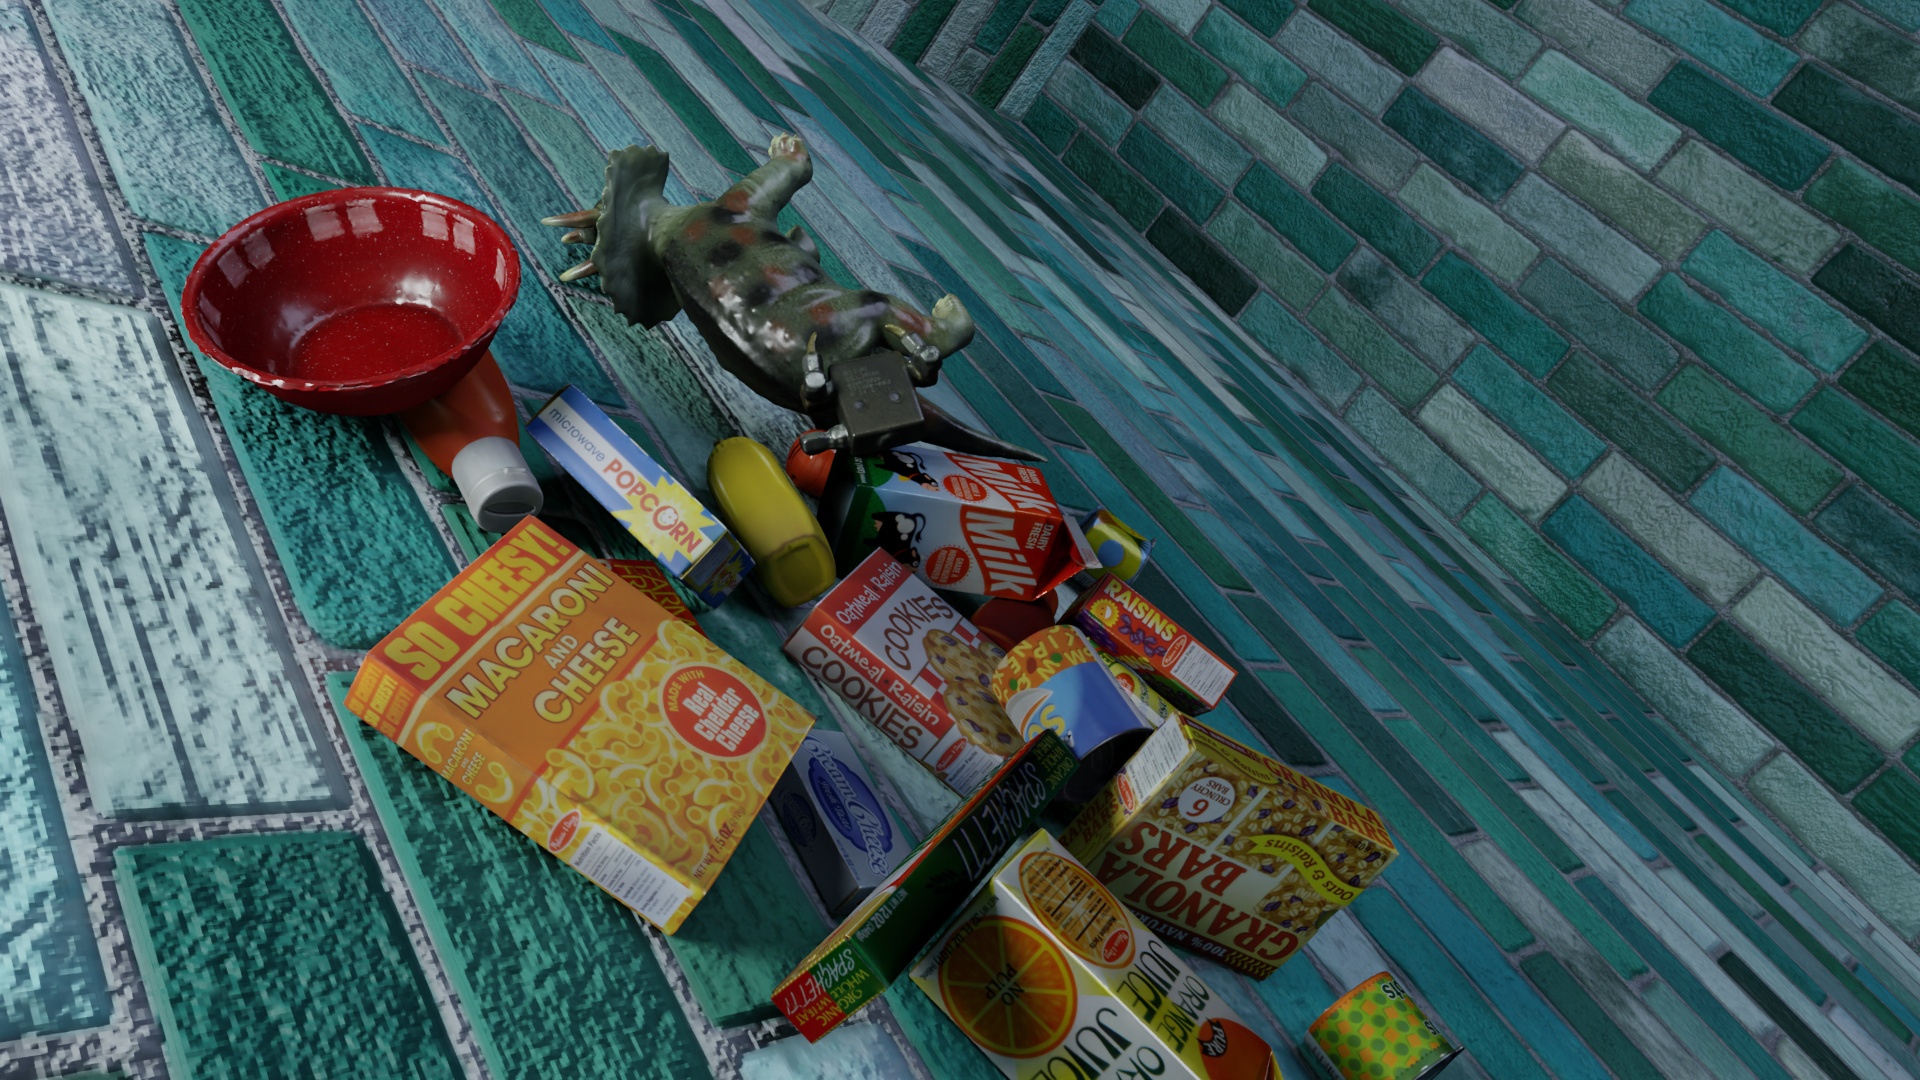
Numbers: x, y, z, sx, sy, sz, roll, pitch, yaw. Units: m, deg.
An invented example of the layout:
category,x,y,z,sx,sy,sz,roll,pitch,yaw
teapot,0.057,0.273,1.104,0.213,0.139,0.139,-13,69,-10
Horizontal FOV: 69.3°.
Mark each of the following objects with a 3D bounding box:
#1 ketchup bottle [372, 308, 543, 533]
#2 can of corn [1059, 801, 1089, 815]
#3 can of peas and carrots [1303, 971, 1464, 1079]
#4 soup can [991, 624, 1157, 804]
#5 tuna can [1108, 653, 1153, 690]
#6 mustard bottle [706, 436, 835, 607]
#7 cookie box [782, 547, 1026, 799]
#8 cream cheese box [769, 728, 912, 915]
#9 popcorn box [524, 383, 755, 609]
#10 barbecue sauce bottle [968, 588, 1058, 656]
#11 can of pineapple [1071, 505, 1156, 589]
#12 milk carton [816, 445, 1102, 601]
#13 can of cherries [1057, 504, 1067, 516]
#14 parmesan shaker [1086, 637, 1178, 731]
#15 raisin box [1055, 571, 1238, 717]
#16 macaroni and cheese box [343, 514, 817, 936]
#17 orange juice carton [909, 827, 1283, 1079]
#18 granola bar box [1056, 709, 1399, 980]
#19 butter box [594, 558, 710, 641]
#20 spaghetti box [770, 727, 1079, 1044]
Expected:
category,x,y,z,sx,sy,sz,roll,pitch,yaw
ketchup bottle,-0.271,-0.067,0.756,0.065,0.043,0.149,1,42,-45
can of corn,0.091,0.148,0.870,0.058,0.071,0.071,34,21,-12
can of peas and carrots,0.245,0.293,0.808,0.071,0.070,0.059,10,34,-51
soup can,0.063,0.102,0.811,0.071,0.071,0.084,13,33,-48
tuna can,0.112,0.116,1.007,0.071,0.032,0.071,32,21,-14
mustard bottle,-0.128,-0.026,0.876,0.161,0.049,0.065,53,-14,45
cookie box,-0.017,0.086,0.856,0.167,0.040,0.123,40,21,1
cream cheese box,-0.061,0.139,0.697,0.053,0.024,0.104,15,31,-49
popcorn box,-0.177,-0.024,0.778,0.127,0.038,0.085,42,-9,11
barbecue sauce bottle,0.040,0.064,0.987,0.065,0.043,0.149,38,20,1
can of pineapple,0.124,0.011,1.193,0.058,0.070,0.071,36,21,-6
milk carton,0.003,-0.012,0.969,0.191,0.073,0.072,9,30,-20
can of cherries,0.050,-0.005,1.122,0.071,0.058,0.072,33,21,-14
parmesan shaker,0.107,0.121,0.940,0.103,0.071,0.071,38,21,1
raisin box,0.138,0.083,1.053,0.123,0.040,0.086,39,-17,1
macaroni and cheese box,-0.161,0.077,0.615,0.166,0.040,0.124,36,33,-3
orange juice carton,0.076,0.236,0.653,0.193,0.071,0.073,42,21,12
granola bar box,0.153,0.183,0.811,0.165,0.123,0.039,28,23,-24
butter box,-0.160,0.051,0.719,0.053,0.024,0.104,4,39,-54
spaghetti box,-0.005,0.152,0.660,0.029,0.050,0.251,50,26,5
